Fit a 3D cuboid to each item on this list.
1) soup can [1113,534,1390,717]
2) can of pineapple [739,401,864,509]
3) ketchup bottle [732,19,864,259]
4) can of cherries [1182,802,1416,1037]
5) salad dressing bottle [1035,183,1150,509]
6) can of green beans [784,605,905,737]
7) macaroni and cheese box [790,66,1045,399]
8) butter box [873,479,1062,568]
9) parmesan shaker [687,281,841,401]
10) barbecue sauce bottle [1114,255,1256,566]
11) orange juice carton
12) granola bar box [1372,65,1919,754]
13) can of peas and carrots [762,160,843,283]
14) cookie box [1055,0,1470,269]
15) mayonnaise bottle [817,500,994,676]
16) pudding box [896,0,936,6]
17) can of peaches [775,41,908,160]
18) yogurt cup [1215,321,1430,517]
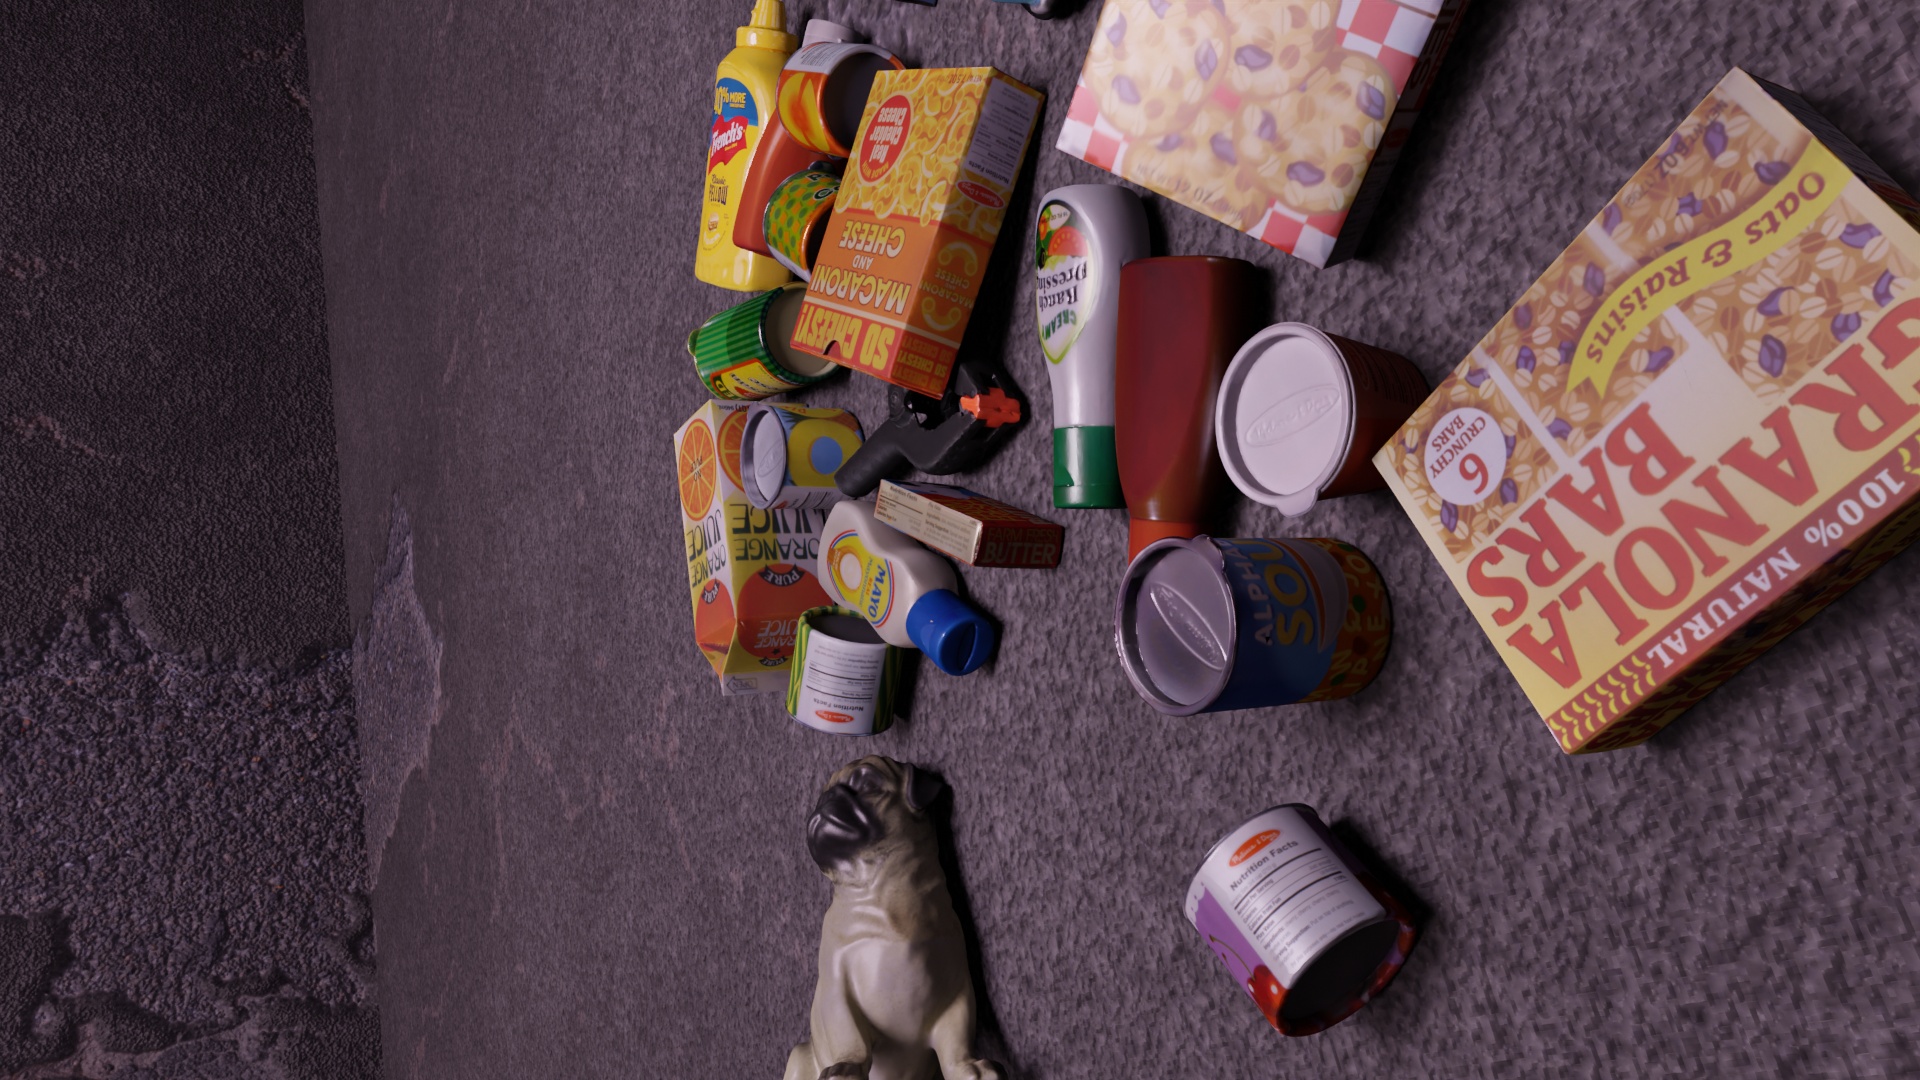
[{"bbox_3d":[0.113,0.029,0.531,0.071,0.084,0.071,1,92,57],"label":"soup can"},{"bbox_3d":[-0.101,-0.054,0.886,0.071,0.058,0.071,0,91,57],"label":"can of pineapple"},{"bbox_3d":[-0.097,-0.250,0.879,0.043,0.065,0.148,27,103,52],"label":"ketchup bottle"},{"bbox_3d":[0.129,0.145,0.528,0.058,0.071,0.071,49,129,44],"label":"can of cherries"},{"bbox_3d":[0.061,-0.088,0.648,0.064,0.044,0.147,-2,89,60],"label":"salad dressing bottle"},{"bbox_3d":[-0.068,0.077,0.828,0.071,0.071,0.057,32,116,53],"label":"can of green beans"},{"bbox_3d":[-0.029,-0.171,0.758,0.124,0.040,0.166,26,98,55],"label":"macaroni and cheese box"},{"bbox_3d":[0.003,-0.009,0.731,0.103,0.053,0.024,24,108,54],"label":"butter box"},{"bbox_3d":[-0.127,-0.129,0.913,0.103,0.071,0.071,-5,86,57],"label":"parmesan shaker"},{"bbox_3d":[0.093,-0.046,0.599,0.065,0.044,0.148,10,99,57],"label":"barbecue sauce bottle"},{"bbox_3d":[-0.137,0.007,0.929,0.072,0.072,0.193,-30,65,54],"label":"orange juice carton"},{"bbox_3d":[0.215,-0.033,0.414,0.164,0.039,0.124,-56,45,41],"label":"granola bar box"},{"bbox_3d":[-0.077,-0.188,0.842,0.059,0.071,0.070,41,124,48],"label":"can of peas and carrots"},{"bbox_3d":[0.121,-0.204,0.515,0.123,0.040,0.166,31,119,22],"label":"cookie box"},{"bbox_3d":[-0.033,0.029,0.796,0.148,0.041,0.064,37,119,52],"label":"mayonnaise bottle"},{"bbox_3d":[-0.030,-0.355,0.801,0.050,0.030,0.083,37,120,50],"label":"pudding box"},{"bbox_3d":[-0.067,-0.260,0.828,0.058,0.071,0.071,29,114,53],"label":"can of peaches"},{"bbox_3d":[0.138,-0.046,0.520,0.072,0.054,0.072,1,91,57],"label":"yogurt cup"}]
